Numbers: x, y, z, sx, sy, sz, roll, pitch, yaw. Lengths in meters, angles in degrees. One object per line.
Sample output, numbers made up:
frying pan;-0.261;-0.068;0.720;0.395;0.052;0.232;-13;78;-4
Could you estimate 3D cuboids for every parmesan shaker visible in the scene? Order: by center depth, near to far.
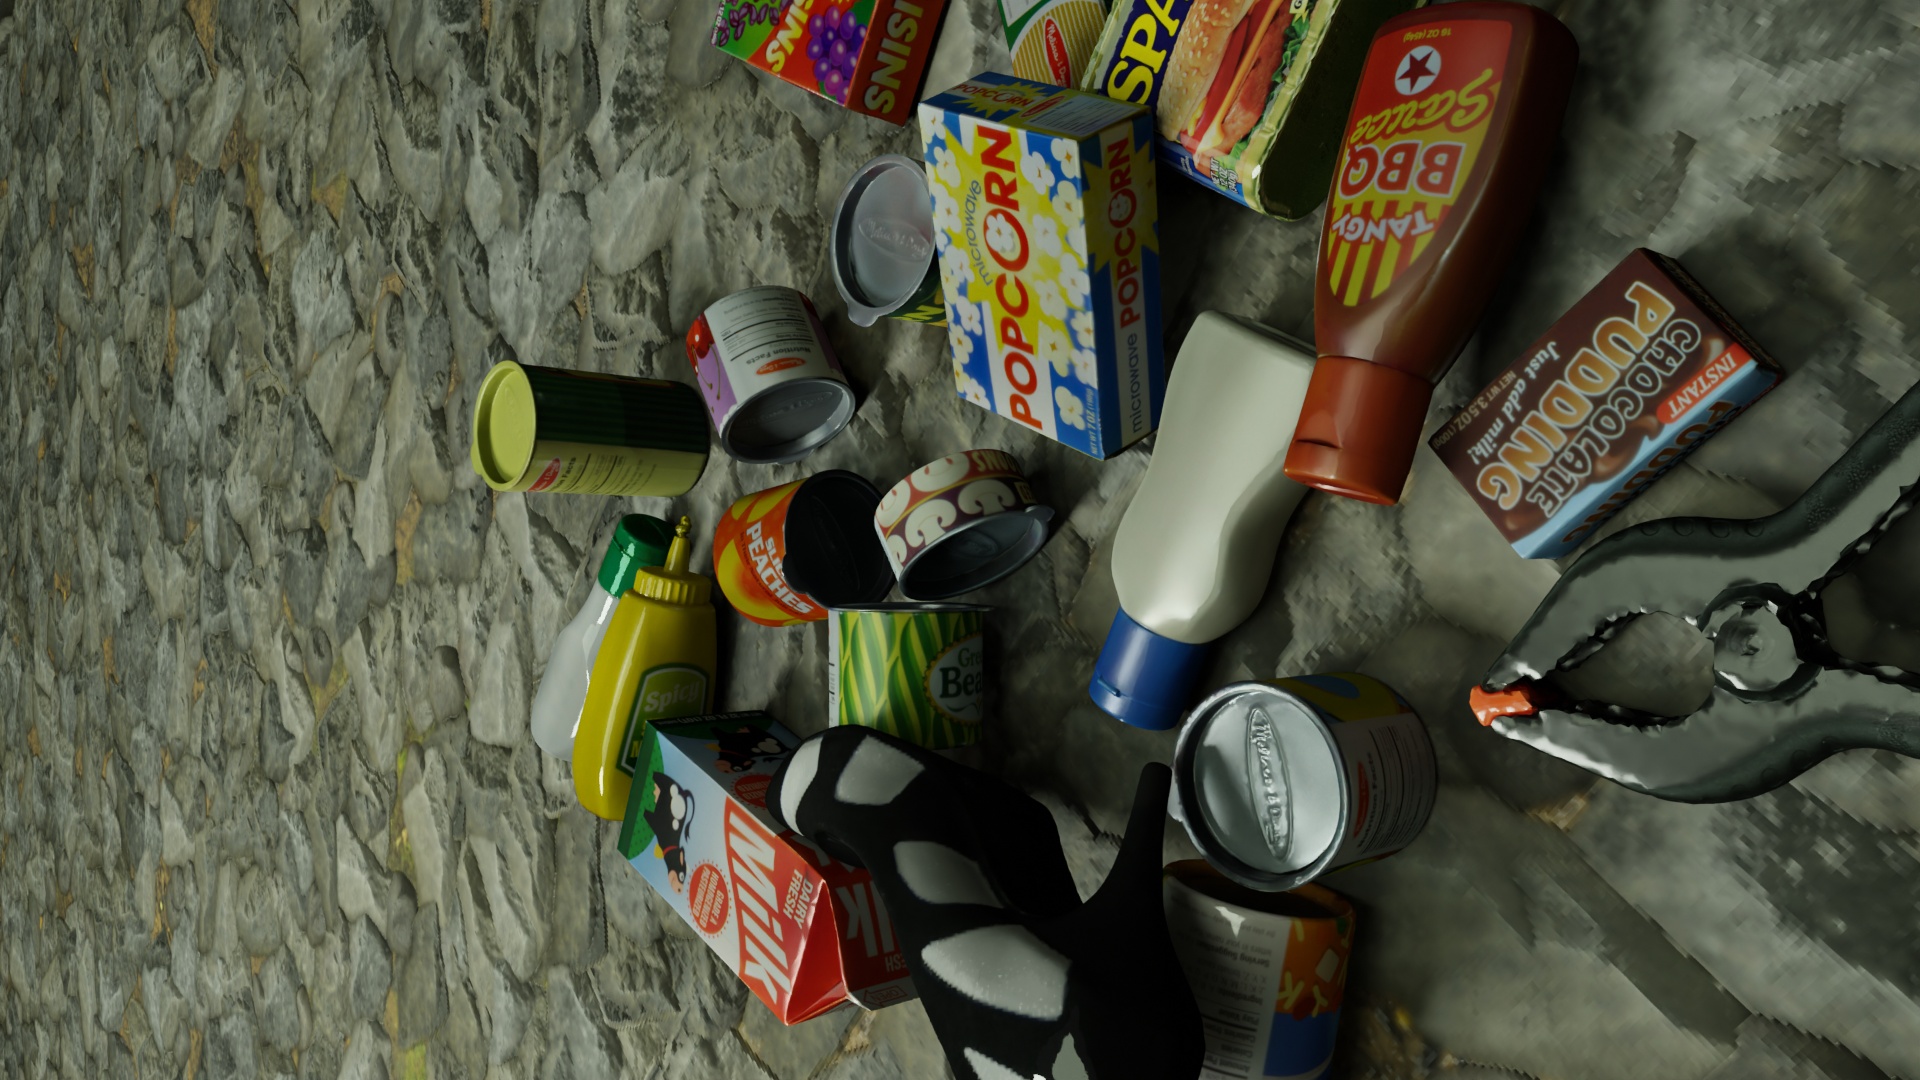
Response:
parmesan shaker;-0.197;-0.056;0.739;0.071;0.103;0.071;-1;88;45

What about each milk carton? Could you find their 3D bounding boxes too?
milk carton;-0.074;0.152;0.632;0.191;0.072;0.073;28;109;42

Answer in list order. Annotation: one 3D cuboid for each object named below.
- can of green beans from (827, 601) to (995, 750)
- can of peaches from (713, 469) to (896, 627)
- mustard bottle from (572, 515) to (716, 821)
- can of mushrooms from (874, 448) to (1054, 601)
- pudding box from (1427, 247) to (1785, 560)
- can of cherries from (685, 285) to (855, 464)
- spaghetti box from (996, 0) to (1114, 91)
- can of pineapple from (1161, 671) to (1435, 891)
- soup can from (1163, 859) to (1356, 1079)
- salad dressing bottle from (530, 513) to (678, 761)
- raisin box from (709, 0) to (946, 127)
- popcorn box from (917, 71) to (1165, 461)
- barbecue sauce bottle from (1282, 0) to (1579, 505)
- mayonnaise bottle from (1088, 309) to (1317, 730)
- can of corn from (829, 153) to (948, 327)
can of green beans;-0.023;0.056;0.588;0.071;0.071;0.058;-1;90;45
can of peaches;-0.072;0.006;0.636;0.058;0.071;0.071;-12;81;45
mustard bottle;-0.160;0.066;0.728;0.049;0.065;0.160;16;97;48
can of mushrooms;0.002;-0.007;0.566;0.070;0.071;0.033;-44;59;36
pudding box;0.186;-0.038;0.406;0.083;0.030;0.050;-49;58;33
can of cherries;-0.091;-0.077;0.661;0.071;0.071;0.058;-44;60;35
spaghetti box;0.030;-0.276;0.570;0.050;0.029;0.250;-24;72;42
can of pineapple;0.112;0.077;0.458;0.071;0.058;0.071;-1;88;45
soup can;0.095;0.157;0.468;0.071;0.071;0.083;11;93;45
salad dressing bottle;-0.197;0.055;0.780;0.064;0.044;0.147;45;118;38
raisin box;-0.061;-0.255;0.654;0.123;0.040;0.085;37;113;41
popcorn box;0.032;-0.102;0.519;0.085;0.038;0.126;30;139;42
barbecue sauce bottle;0.138;-0.086;0.427;0.065;0.044;0.148;17;90;53
mayonnaise bottle;0.087;-0.004;0.498;0.065;0.041;0.147;37;116;43
can of corn;-0.013;-0.122;0.588;0.071;0.058;0.071;-1;89;45
